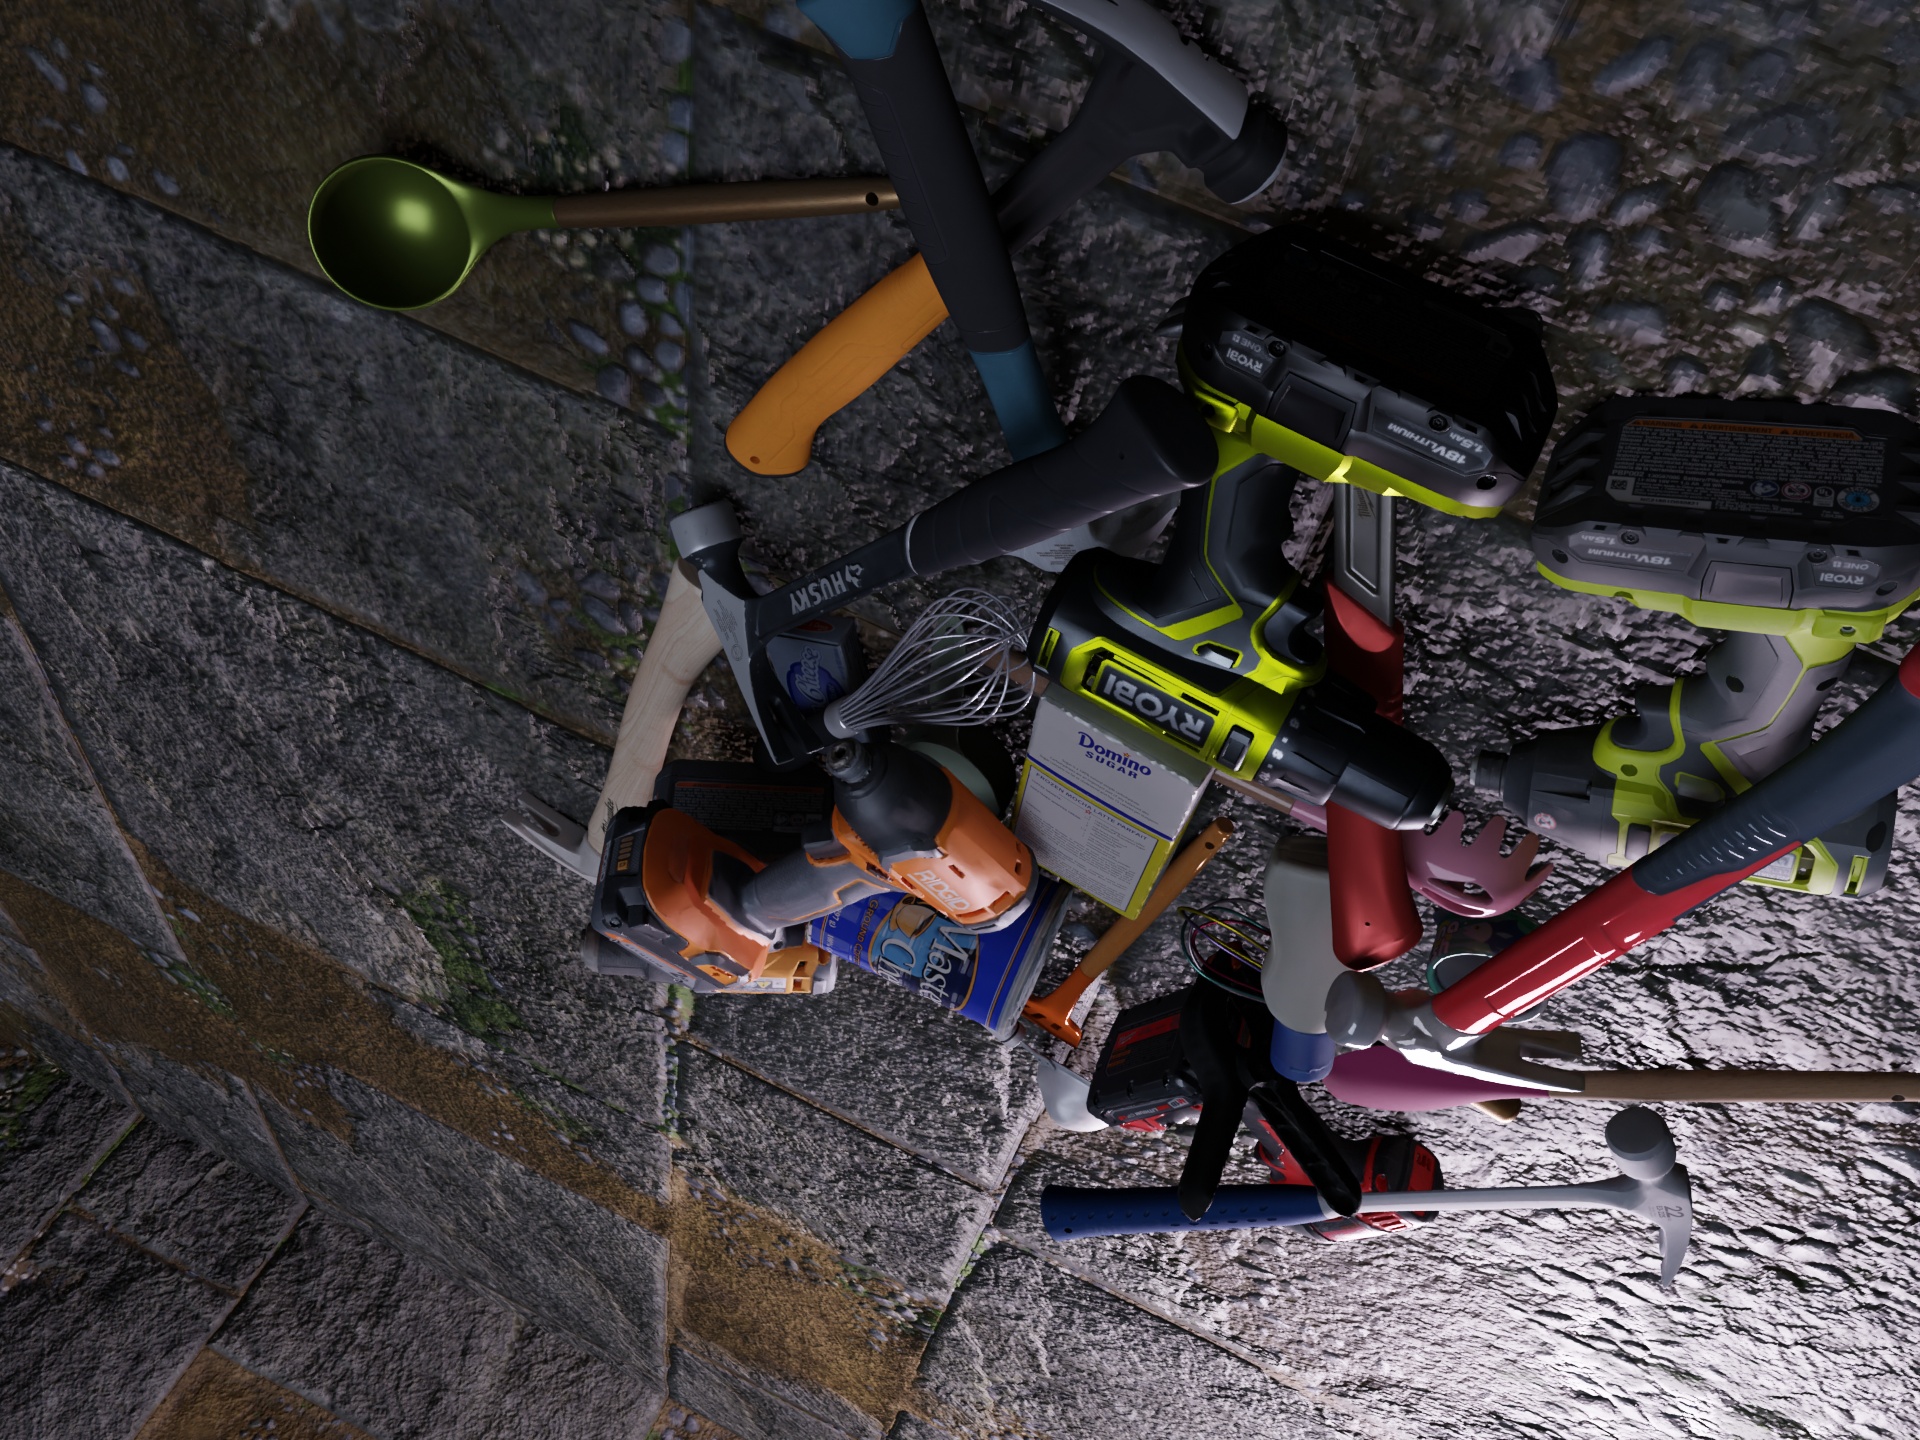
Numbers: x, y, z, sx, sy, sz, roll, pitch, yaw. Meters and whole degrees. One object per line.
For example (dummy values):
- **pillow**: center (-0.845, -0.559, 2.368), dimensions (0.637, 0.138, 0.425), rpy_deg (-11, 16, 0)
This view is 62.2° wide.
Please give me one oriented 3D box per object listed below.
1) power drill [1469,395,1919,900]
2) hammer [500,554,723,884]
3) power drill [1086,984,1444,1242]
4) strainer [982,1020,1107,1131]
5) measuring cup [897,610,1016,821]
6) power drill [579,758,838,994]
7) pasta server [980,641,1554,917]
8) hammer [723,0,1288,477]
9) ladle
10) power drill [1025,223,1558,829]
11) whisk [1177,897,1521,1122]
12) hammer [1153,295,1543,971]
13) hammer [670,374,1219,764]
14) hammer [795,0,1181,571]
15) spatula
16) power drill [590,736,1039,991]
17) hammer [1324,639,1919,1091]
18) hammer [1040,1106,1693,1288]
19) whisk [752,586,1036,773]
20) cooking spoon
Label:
- **power drill**: center (0.298, -0.019, 0.651), dimensions (0.171, 0.080, 0.223), rpy_deg (9, 142, 25)
- **hammer**: center (-0.223, 0.010, 1.076), dimensions (0.146, 0.038, 0.410), rpy_deg (32, 143, 0)
- **power drill**: center (0.200, 0.275, 1.065), dimensions (0.219, 0.079, 0.143), rpy_deg (37, 143, -14)
- **strainer**: center (0.040, 0.229, 1.130), dimensions (0.258, 0.050, 0.087), rpy_deg (44, 163, -22)
- **measuring cup**: center (-0.001, -0.003, 0.912), dimensions (0.083, 0.038, 0.167), rpy_deg (19, 133, 18)
- **power drill**: center (-0.172, 0.118, 1.089), dimensions (0.185, 0.084, 0.226), rpy_deg (3, 144, -6)
- **pasta server**: center (0.155, 0.026, 0.844), dimensions (0.316, 0.040, 0.060), rpy_deg (26, 144, 12)
- **hammer**: center (-0.021, -0.190, 0.688), dimensions (0.127, 0.034, 0.337), rpy_deg (29, 149, -24)
- **ladle**: center (-0.171, -0.233, 0.740), dimensions (0.320, 0.062, 0.078), rpy_deg (6, 131, 26)
- **power drill**: center (0.140, -0.060, 0.637), dimensions (0.190, 0.080, 0.228), rpy_deg (28, 139, 10)
- **whisk**: center (0.233, 0.175, 0.951), dimensions (0.245, 0.051, 0.047), rpy_deg (31, 138, -6)
- **hammer**: center (0.175, -0.024, 0.727), dimensions (0.149, 0.037, 0.358), rpy_deg (10, 131, 25)
- **hammer**: center (-0.025, -0.071, 0.723), dimensions (0.409, 0.036, 0.149), rpy_deg (-13, 97, 58)
- **hammer**: center (0.010, -0.166, 0.647), dimensions (0.128, 0.033, 0.330), rpy_deg (3, 151, 21)
- **spatula**: center (0.096, 0.141, 1.022), dimensions (0.081, 0.041, 0.322), rpy_deg (33, 140, 0)
- **power drill**: center (-0.091, 0.076, 0.883), dimensions (0.226, 0.084, 0.164), rpy_deg (-16, 142, 25)
- **hammer**: center (0.307, 0.076, 0.671), dimensions (0.143, 0.038, 0.386), rpy_deg (14, 147, -11)
- **hammer**: center (0.240, 0.305, 0.994), dimensions (0.405, 0.035, 0.143), rpy_deg (-12, 129, 29)
- **whisk**: center (-0.047, -0.009, 0.873), dimensions (0.070, 0.070, 0.284), rpy_deg (43, 146, -17)
- **cooking spoon**: center (0.356, 0.204, 0.889), dimensions (0.319, 0.017, 0.068), rpy_deg (-8, 132, 31)
